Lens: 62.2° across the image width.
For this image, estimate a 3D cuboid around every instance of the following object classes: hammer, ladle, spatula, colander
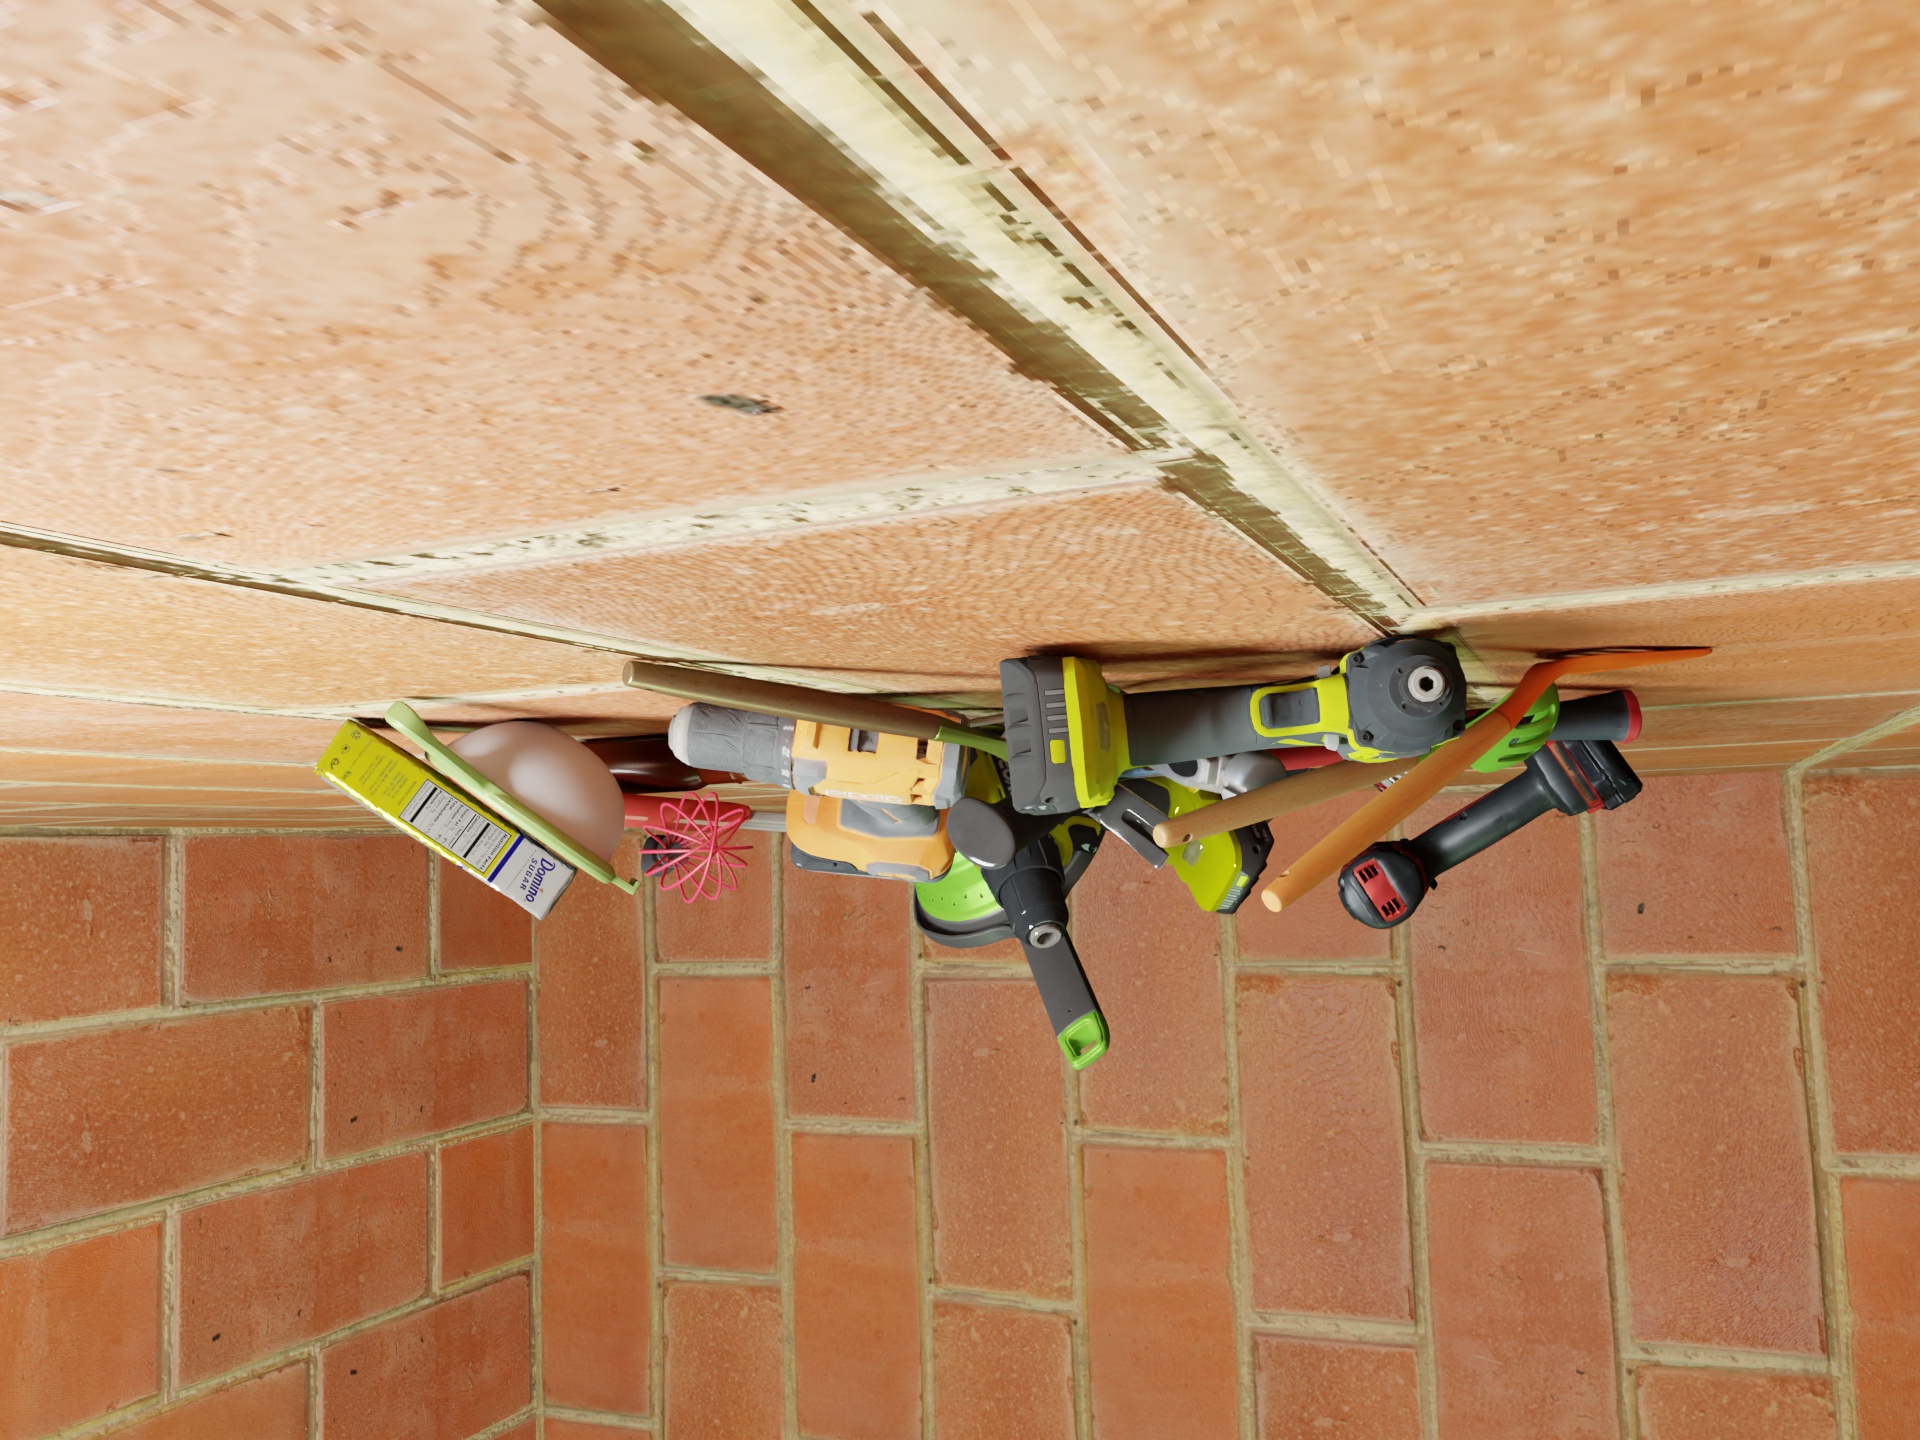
[{"bbox_3d":[0.056,0.057,0.991,0.146,0.035,0.334,34,-170,10],"label":"hammer"},{"bbox_3d":[-0.211,0.070,1.215,0.359,0.037,0.149,5,159,-8],"label":"hammer"},{"bbox_3d":[0.289,0.004,1.034,0.386,0.038,0.143,-5,-160,-29],"label":"hammer"},{"bbox_3d":[-0.036,-0.012,0.874,0.320,0.062,0.078,10,169,-36],"label":"ladle"},{"bbox_3d":[0.274,0.021,0.841,0.322,0.041,0.081,-31,-170,-28],"label":"spatula"},{"bbox_3d":[0.033,0.118,1.248,0.204,0.094,0.397,-38,-151,9],"label":"colander"}]

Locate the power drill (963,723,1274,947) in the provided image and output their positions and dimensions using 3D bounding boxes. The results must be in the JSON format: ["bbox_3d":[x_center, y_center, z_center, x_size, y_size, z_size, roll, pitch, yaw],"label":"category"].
[{"bbox_3d":[0.111,0.088,1.189,0.228,0.191,0.080,3,132,-22],"label":"power drill"}]

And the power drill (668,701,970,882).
[{"bbox_3d":[-0.085,0.042,1.052,0.185,0.084,0.226,6,162,3],"label":"power drill"}]

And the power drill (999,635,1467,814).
[{"bbox_3d":[0.136,-0.003,0.805,0.223,0.080,0.171,-6,175,6],"label":"power drill"}]

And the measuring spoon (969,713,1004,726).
[{"bbox_3d":[-0.002,-0.004,1.100,0.124,0.018,0.034,-7,173,-19],"label":"measuring spoon"}]

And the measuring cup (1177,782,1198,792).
[{"bbox_3d":[0.198,0.018,1.102,0.029,0.062,0.156,27,162,-37],"label":"measuring cup"}]

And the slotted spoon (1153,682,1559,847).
[{"bbox_3d":[0.239,0.028,0.915,0.313,0.070,0.031,-14,-139,-28],"label":"slotted spoon"}]

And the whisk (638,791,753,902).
[{"bbox_3d":[-0.194,0.090,1.090,0.073,0.073,0.296,0,174,-18],"label":"whisk"}]

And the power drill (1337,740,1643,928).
[{"bbox_3d":[0.391,0.081,1.217,0.226,0.080,0.188,-35,170,12],"label":"power drill"}]

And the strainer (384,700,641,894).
[{"bbox_3d":[-0.288,0.023,1.027,0.151,0.069,0.256,31,167,19],"label":"strainer"}]

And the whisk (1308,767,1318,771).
[{"bbox_3d":[0.299,0.030,1.269,0.058,0.059,0.246,-28,176,4],"label":"whisk"}]

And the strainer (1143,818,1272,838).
[{"bbox_3d":[0.163,0.082,1.525,0.340,0.095,0.211,-8,176,19],"label":"strainer"}]
